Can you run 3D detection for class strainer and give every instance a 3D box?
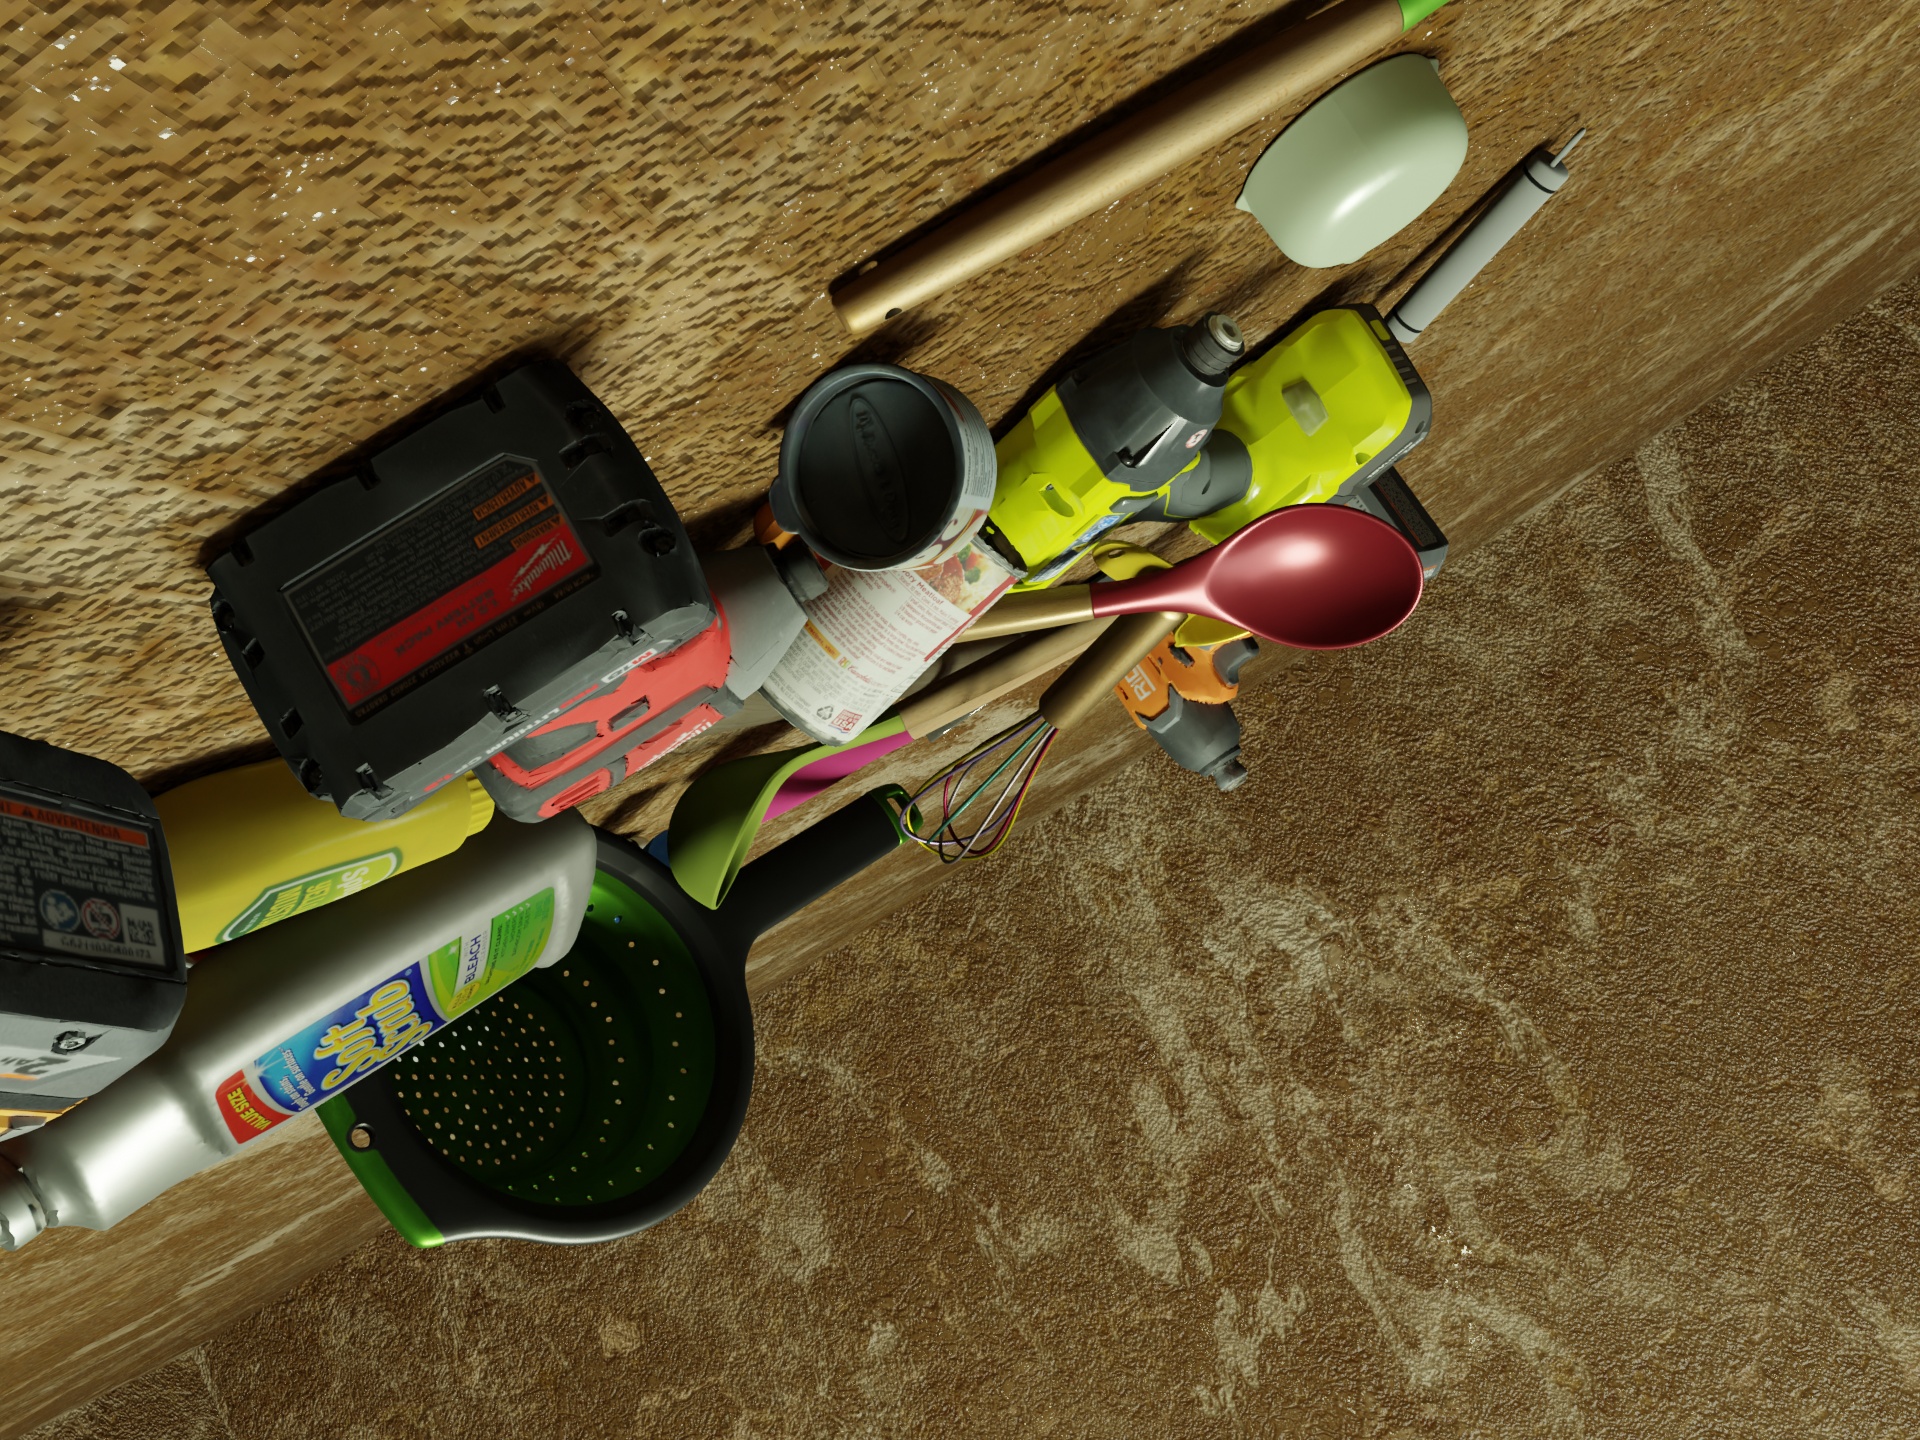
[{"bbox_3d":[0.215,-0.195,0.796,0.087,0.050,0.258,-33,169,-44],"label":"strainer"}]

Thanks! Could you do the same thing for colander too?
[{"bbox_3d":[-0.161,0.127,0.812,0.094,0.204,0.397,-37,175,40],"label":"colander"}]

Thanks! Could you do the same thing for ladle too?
[{"bbox_3d":[-0.001,-0.003,0.796,0.320,0.062,0.078,-27,175,-8],"label":"ladle"},{"bbox_3d":[0.029,-0.044,0.661,0.315,0.069,0.031,-8,-147,7],"label":"ladle"}]

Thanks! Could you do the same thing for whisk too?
[{"bbox_3d":[0.040,0.008,0.769,0.051,0.047,0.245,-26,166,-40],"label":"whisk"}]

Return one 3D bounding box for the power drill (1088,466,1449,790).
[{"bbox_3d":[0.189,-0.068,1.004,0.226,0.164,0.084,-40,168,33],"label":"power drill"}]

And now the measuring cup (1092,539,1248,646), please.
[{"bbox_3d":[0.098,-0.068,0.718,0.062,0.029,0.156,-26,156,27],"label":"measuring cup"}]

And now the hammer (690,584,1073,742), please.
[{"bbox_3d":[-0.054,-0.018,0.875,0.146,0.038,0.410,-34,171,25],"label":"hammer"}]

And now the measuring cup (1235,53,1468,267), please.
[{"bbox_3d":[0.154,-0.191,0.603,0.083,0.038,0.167,-33,169,13],"label":"measuring cup"}]

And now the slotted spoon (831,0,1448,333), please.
[{"bbox_3d":[0.101,-0.194,0.457,0.314,0.031,0.070,-29,171,0],"label":"slotted spoon"}]

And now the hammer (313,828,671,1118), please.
[{"bbox_3d":[-0.286,0.162,1.003,0.405,0.035,0.144,-34,172,41],"label":"hammer"}]

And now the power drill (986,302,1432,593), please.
[{"bbox_3d":[0.107,-0.124,0.708,0.223,0.080,0.171,-18,165,-45],"label":"power drill"}]

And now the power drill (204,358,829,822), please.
[{"bbox_3d":[-0.116,-0.027,0.496,0.143,0.078,0.219,-31,174,0],"label":"power drill"}]

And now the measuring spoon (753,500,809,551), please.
[{"bbox_3d":[-0.065,-0.072,0.631,0.021,0.011,0.117,-43,174,2],"label":"measuring spoon"}]

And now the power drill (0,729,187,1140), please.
[{"bbox_3d":[-0.305,0.073,0.321,0.226,0.084,0.185,-29,155,14],"label":"power drill"}]

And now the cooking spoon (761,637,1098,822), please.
[{"bbox_3d":[-0.007,-0.007,0.903,0.319,0.017,0.068,-29,172,7],"label":"cooking spoon"}]
